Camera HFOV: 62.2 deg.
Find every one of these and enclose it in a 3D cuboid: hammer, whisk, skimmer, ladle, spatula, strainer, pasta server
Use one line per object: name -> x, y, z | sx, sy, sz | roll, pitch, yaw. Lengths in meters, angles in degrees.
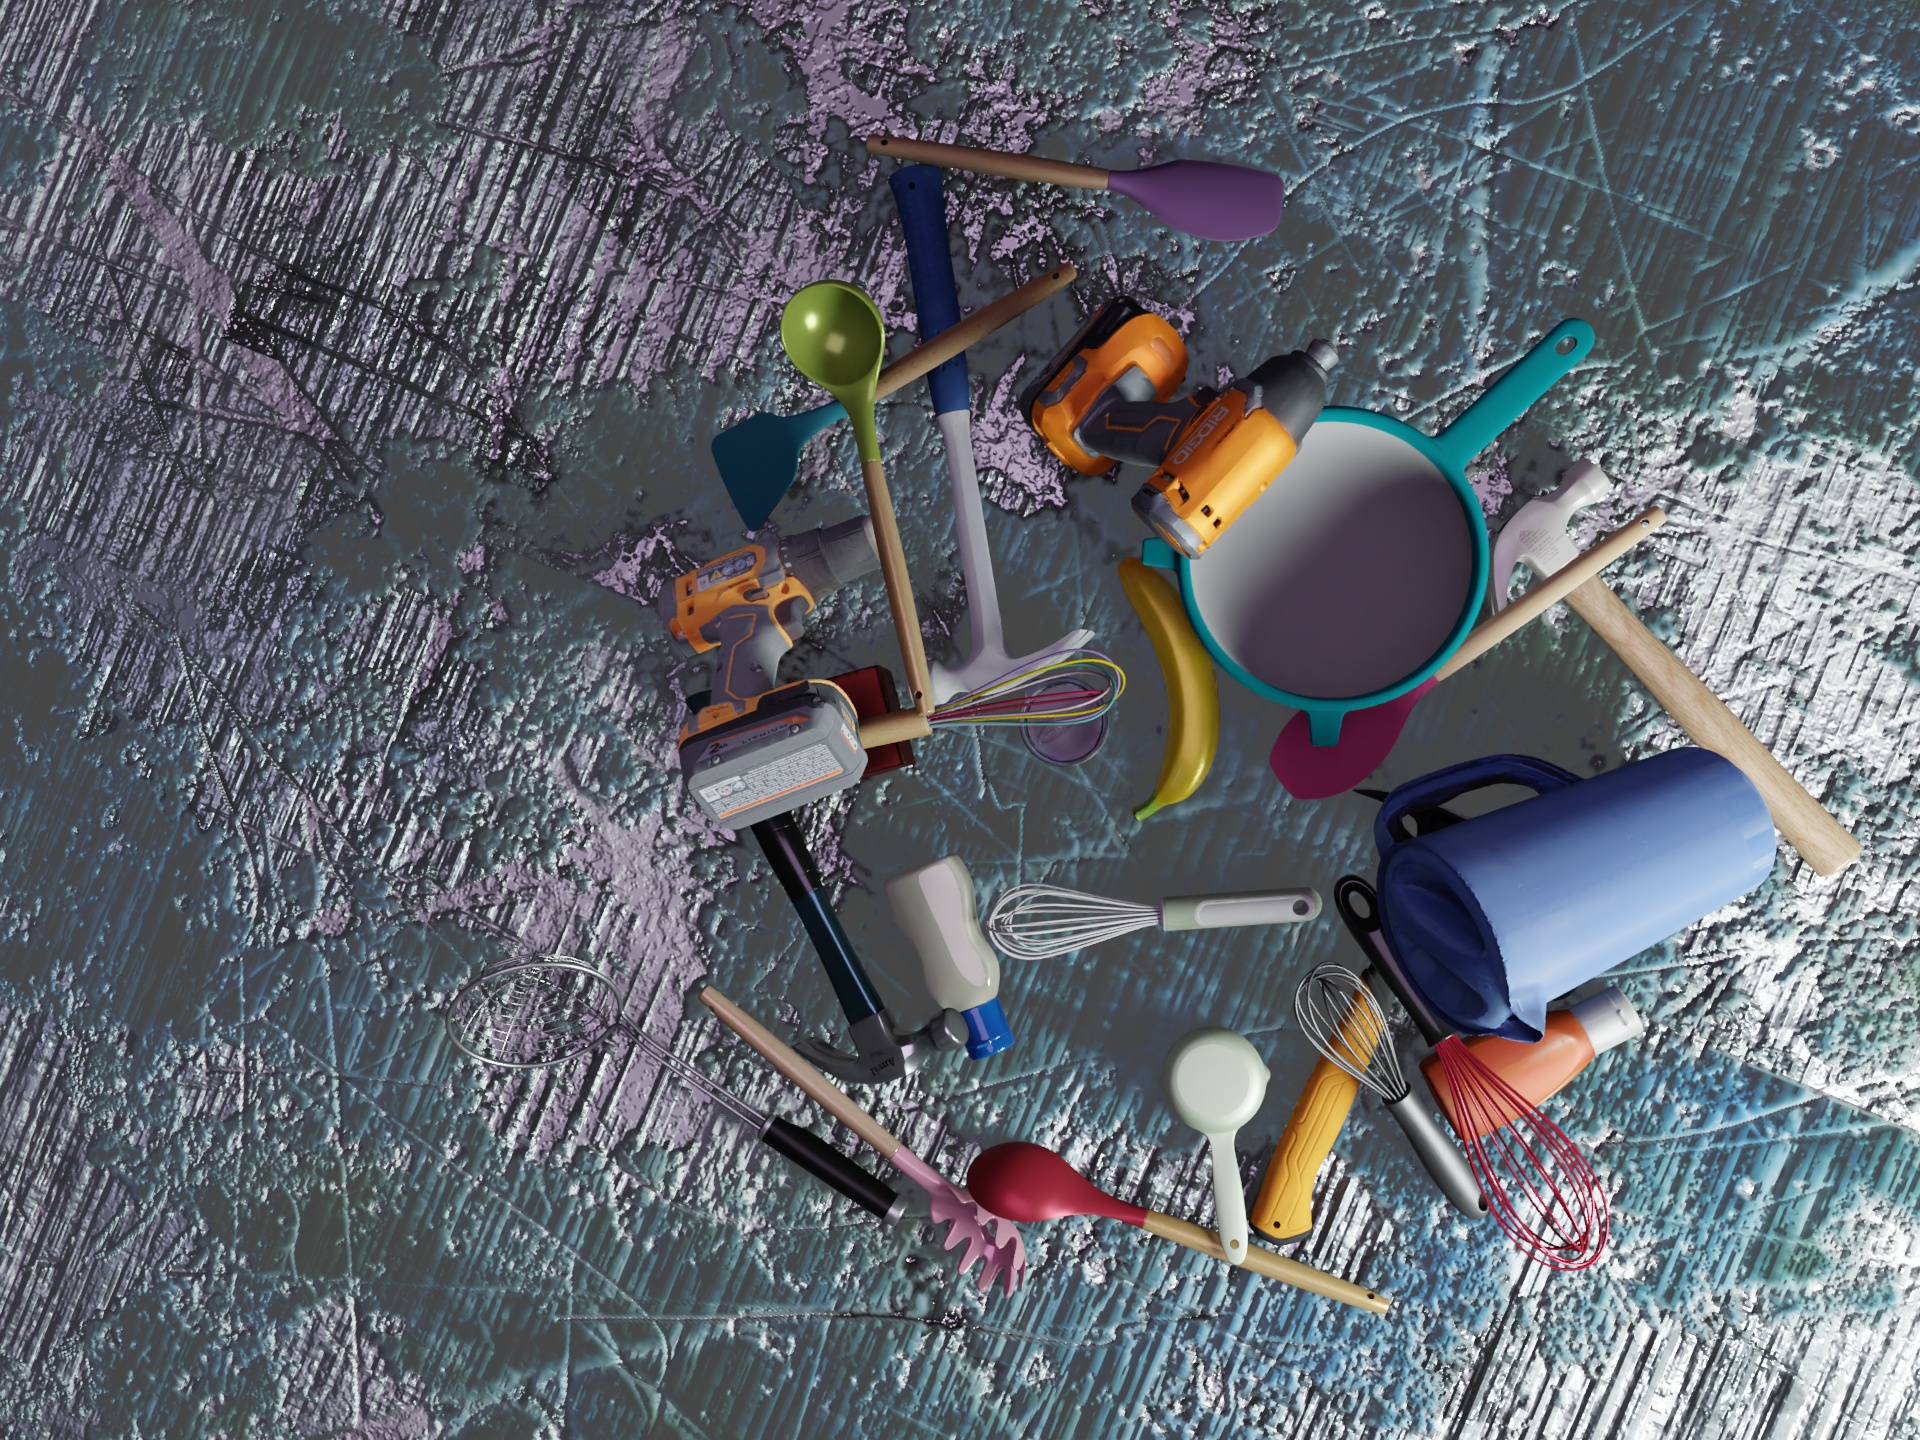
hammer -> -0.120, 0.119, 1.196 | 0.128, 0.033, 0.331 | -32, 79, 24
whisk -> -0.001, -0.002, 1.141 | 0.245, 0.047, 0.051 | -13, 73, 11
hammer -> 0.503, -0.023, 1.125 | 0.130, 0.031, 0.331 | -41, 83, 4
skimmer -> -0.209, 0.289, 1.185 | 0.363, 0.090, 0.127 | 32, 125, 6
ladle -> -0.064, -0.159, 1.130 | 0.078, 0.062, 0.320 | -16, 82, 24
whisk -> 0.140, 0.142, 1.163 | 0.246, 0.059, 0.058 | -4, 99, 3
whisk -> 0.303, 0.262, 1.103 | 0.055, 0.055, 0.238 | -35, 105, 5
spatula -> -0.052, -0.253, 1.189 | 0.317, 0.044, 0.082 | -28, 80, 13
hammer -> 0.281, 0.216, 1.144 | 0.127, 0.034, 0.337 | 24, 91, 8
ladle -> 0.157, 0.371, 1.152 | 0.315, 0.069, 0.031 | 19, 130, 4
spatula -> 0.085, -0.407, 1.194 | 0.316, 0.018, 0.060 | 10, 87, 0
strainer -> 0.306, -0.154, 1.129 | 0.340, 0.095, 0.211 | -43, 85, 3
pasta server -> -0.073, 0.305, 1.169 | 0.316, 0.040, 0.060 | 40, 133, 0
whisk -> 0.340, 0.234, 1.082 | 0.073, 0.073, 0.296 | -32, 73, 6
hammer -> 0.002, -0.221, 1.197 | 0.144, 0.035, 0.405 | -11, 84, 21

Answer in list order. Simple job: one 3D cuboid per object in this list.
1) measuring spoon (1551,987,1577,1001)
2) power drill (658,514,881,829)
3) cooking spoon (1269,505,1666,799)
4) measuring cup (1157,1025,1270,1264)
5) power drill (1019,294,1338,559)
measuring spoon -> 0.396, 0.148, 1.115 | 0.042, 0.021, 0.128 | -40, 104, -3
power drill -> -0.123, -0.049, 1.151 | 0.185, 0.084, 0.226 | -21, 47, 9
cooking spoon -> 0.357, -0.048, 1.127 | 0.319, 0.017, 0.069 | -38, 71, 17
measuring cup -> 0.187, 0.303, 1.138 | 0.083, 0.038, 0.168 | -7, 75, 8
power drill -> 0.151, -0.217, 1.095 | 0.164, 0.227, 0.084 | -47, 126, 4
